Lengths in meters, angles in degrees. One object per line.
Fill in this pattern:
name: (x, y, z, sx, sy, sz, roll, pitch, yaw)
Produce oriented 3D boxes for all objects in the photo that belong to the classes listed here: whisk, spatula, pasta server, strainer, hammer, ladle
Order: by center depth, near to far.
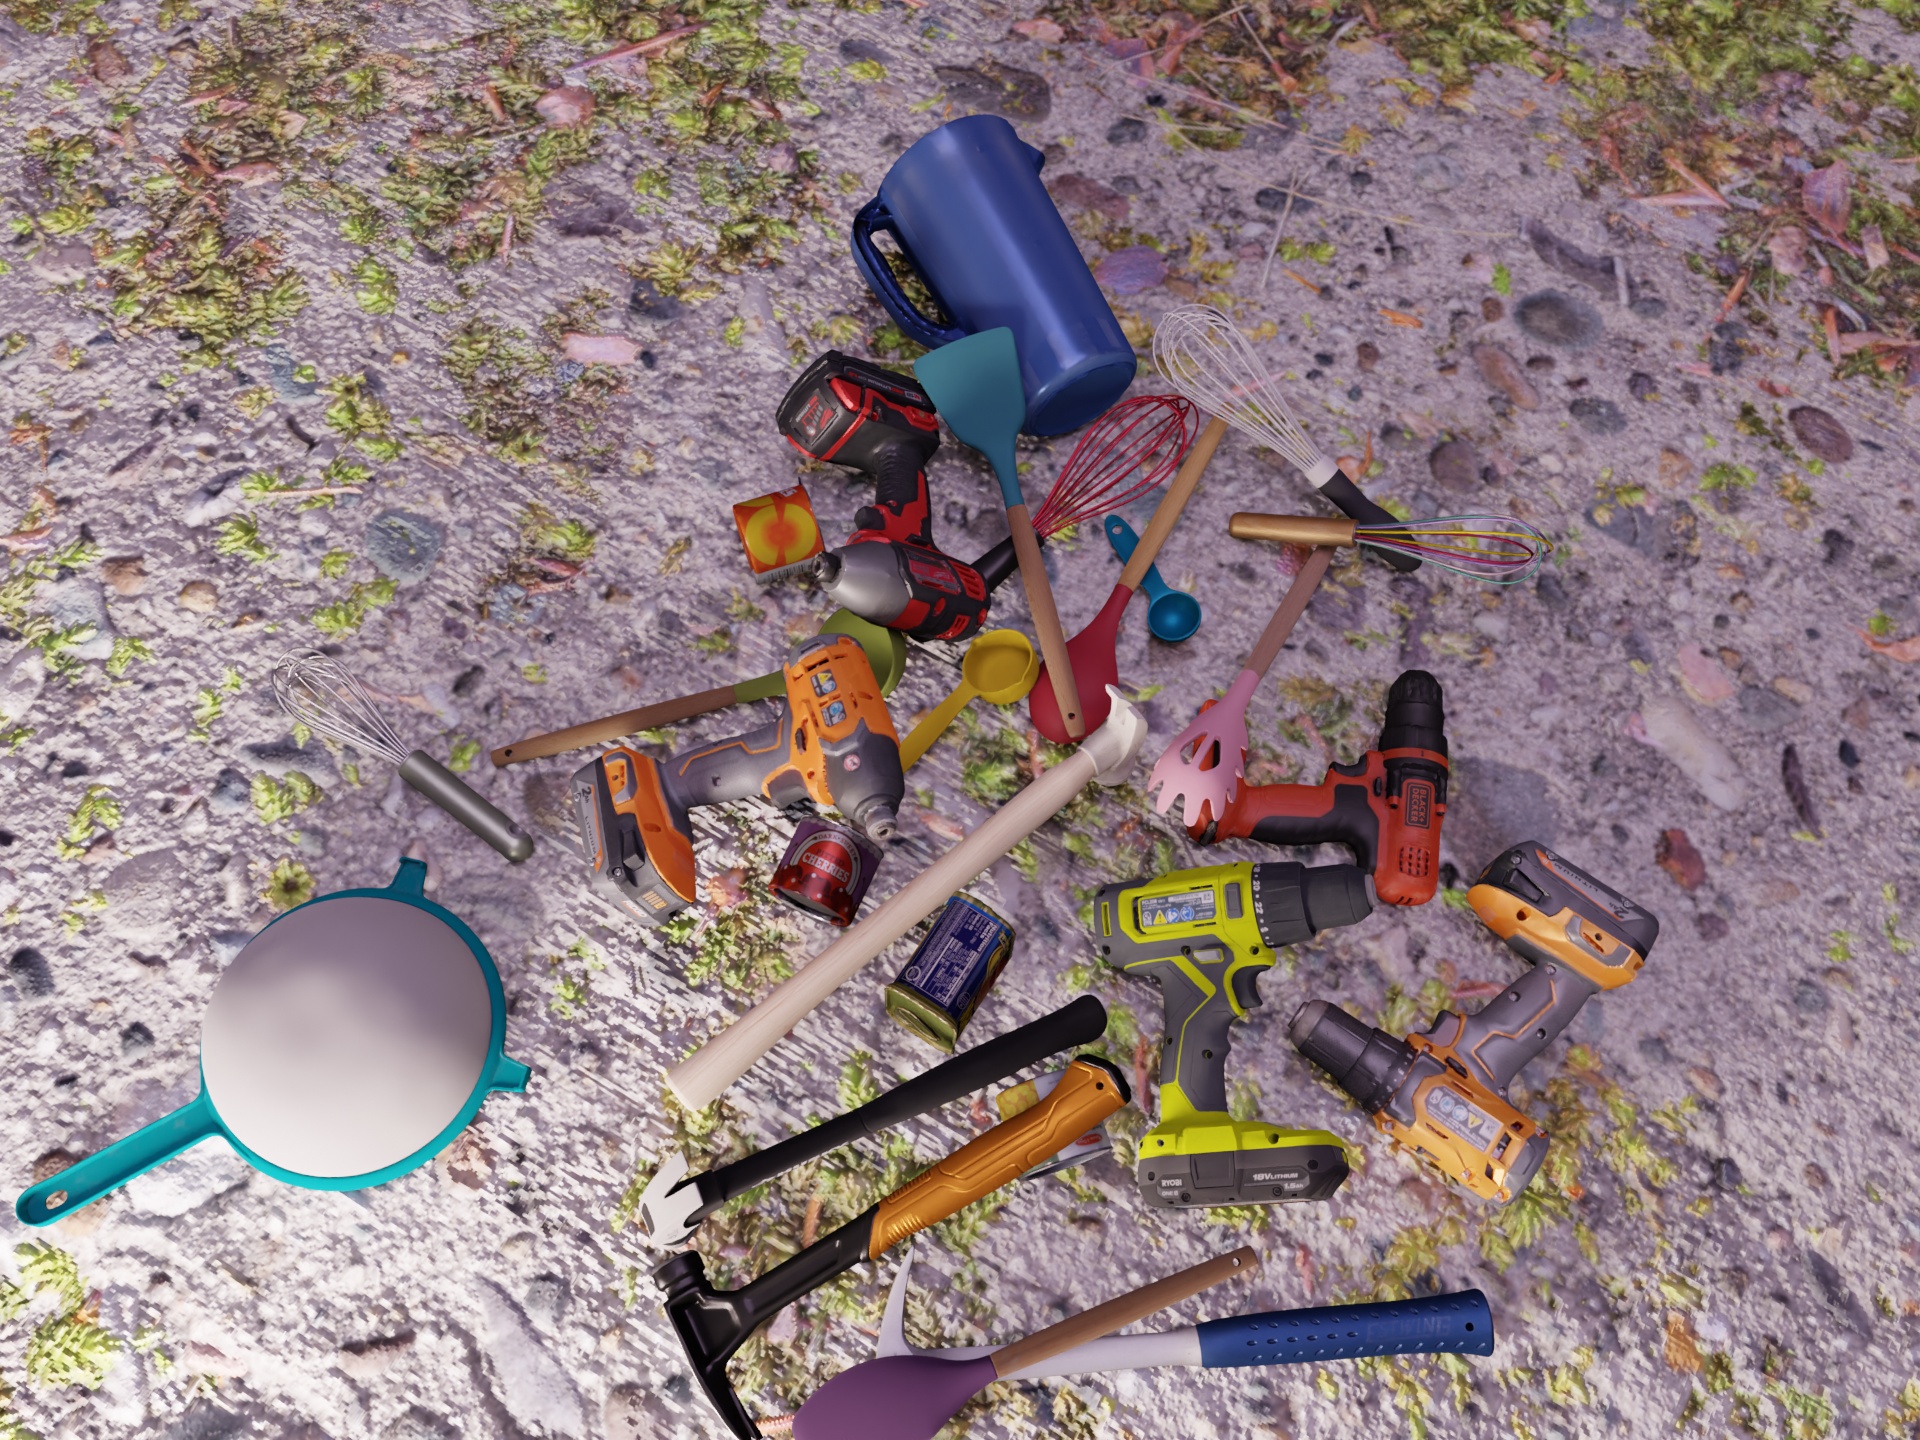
spatula: (0.044, 0.400, 1.016, 0.316, 0.018, 0.060, -20, 71, -8)
hammer: (-0.033, 0.326, 1.029, 0.337, 0.034, 0.127, -33, 69, 2)
hammer: (0.145, 0.405, 1.045, 0.405, 0.035, 0.144, -4, 69, -3)
hammer: (-0.052, 0.259, 1.058, 0.334, 0.146, 0.035, -21, 69, -18)
strainer: (-0.478, 0.236, 1.063, 0.340, 0.095, 0.211, -29, 73, -13)
hammer: (-0.034, 0.125, 1.103, 0.410, 0.146, 0.038, -39, 75, -10)
whisk: (-0.413, 0.027, 1.175, 0.246, 0.058, 0.059, 36, 107, 8)
pasta server: (0.223, -0.043, 1.179, 0.060, 0.040, 0.316, 24, 50, 16)
ladle: (-0.196, -0.016, 1.188, 0.320, 0.062, 0.078, -15, 78, -4)
spatula: (0.044, -0.139, 1.199, 0.082, 0.044, 0.318, -18, 76, 11)
whisk: (0.326, -0.139, 1.219, 0.245, 0.047, 0.051, 8, 110, 27)
ladle: (0.141, -0.122, 1.236, 0.069, 0.031, 0.315, 23, 73, 24)
whisk: (0.260, -0.219, 1.249, 0.284, 0.070, 0.070, 43, 73, -6)
whisk: (0.072, -0.159, 1.250, 0.296, 0.073, 0.073, -41, 75, -8)

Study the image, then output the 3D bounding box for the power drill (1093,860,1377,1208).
power drill: (0.194, 0.206, 1.074, 0.190, 0.080, 0.229, -11, 69, 21)

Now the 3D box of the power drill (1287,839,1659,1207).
power drill: (0.355, 0.194, 1.111, 0.185, 0.084, 0.226, 34, 76, 13)

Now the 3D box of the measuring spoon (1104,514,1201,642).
measuring spoon: (0.149, -0.111, 1.256, 0.042, 0.021, 0.129, -29, 63, 1)

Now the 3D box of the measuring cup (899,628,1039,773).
measuring cup: (-0.002, -0.004, 1.205, 0.156, 0.029, 0.062, -46, 53, -3)

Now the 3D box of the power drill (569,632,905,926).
power drill: (-0.147, 0.052, 1.105, 0.226, 0.084, 0.164, -28, 52, 5)

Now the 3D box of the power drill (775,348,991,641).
power drill: (-0.064, -0.164, 1.191, 0.143, 0.078, 0.220, 11, 51, -38)
